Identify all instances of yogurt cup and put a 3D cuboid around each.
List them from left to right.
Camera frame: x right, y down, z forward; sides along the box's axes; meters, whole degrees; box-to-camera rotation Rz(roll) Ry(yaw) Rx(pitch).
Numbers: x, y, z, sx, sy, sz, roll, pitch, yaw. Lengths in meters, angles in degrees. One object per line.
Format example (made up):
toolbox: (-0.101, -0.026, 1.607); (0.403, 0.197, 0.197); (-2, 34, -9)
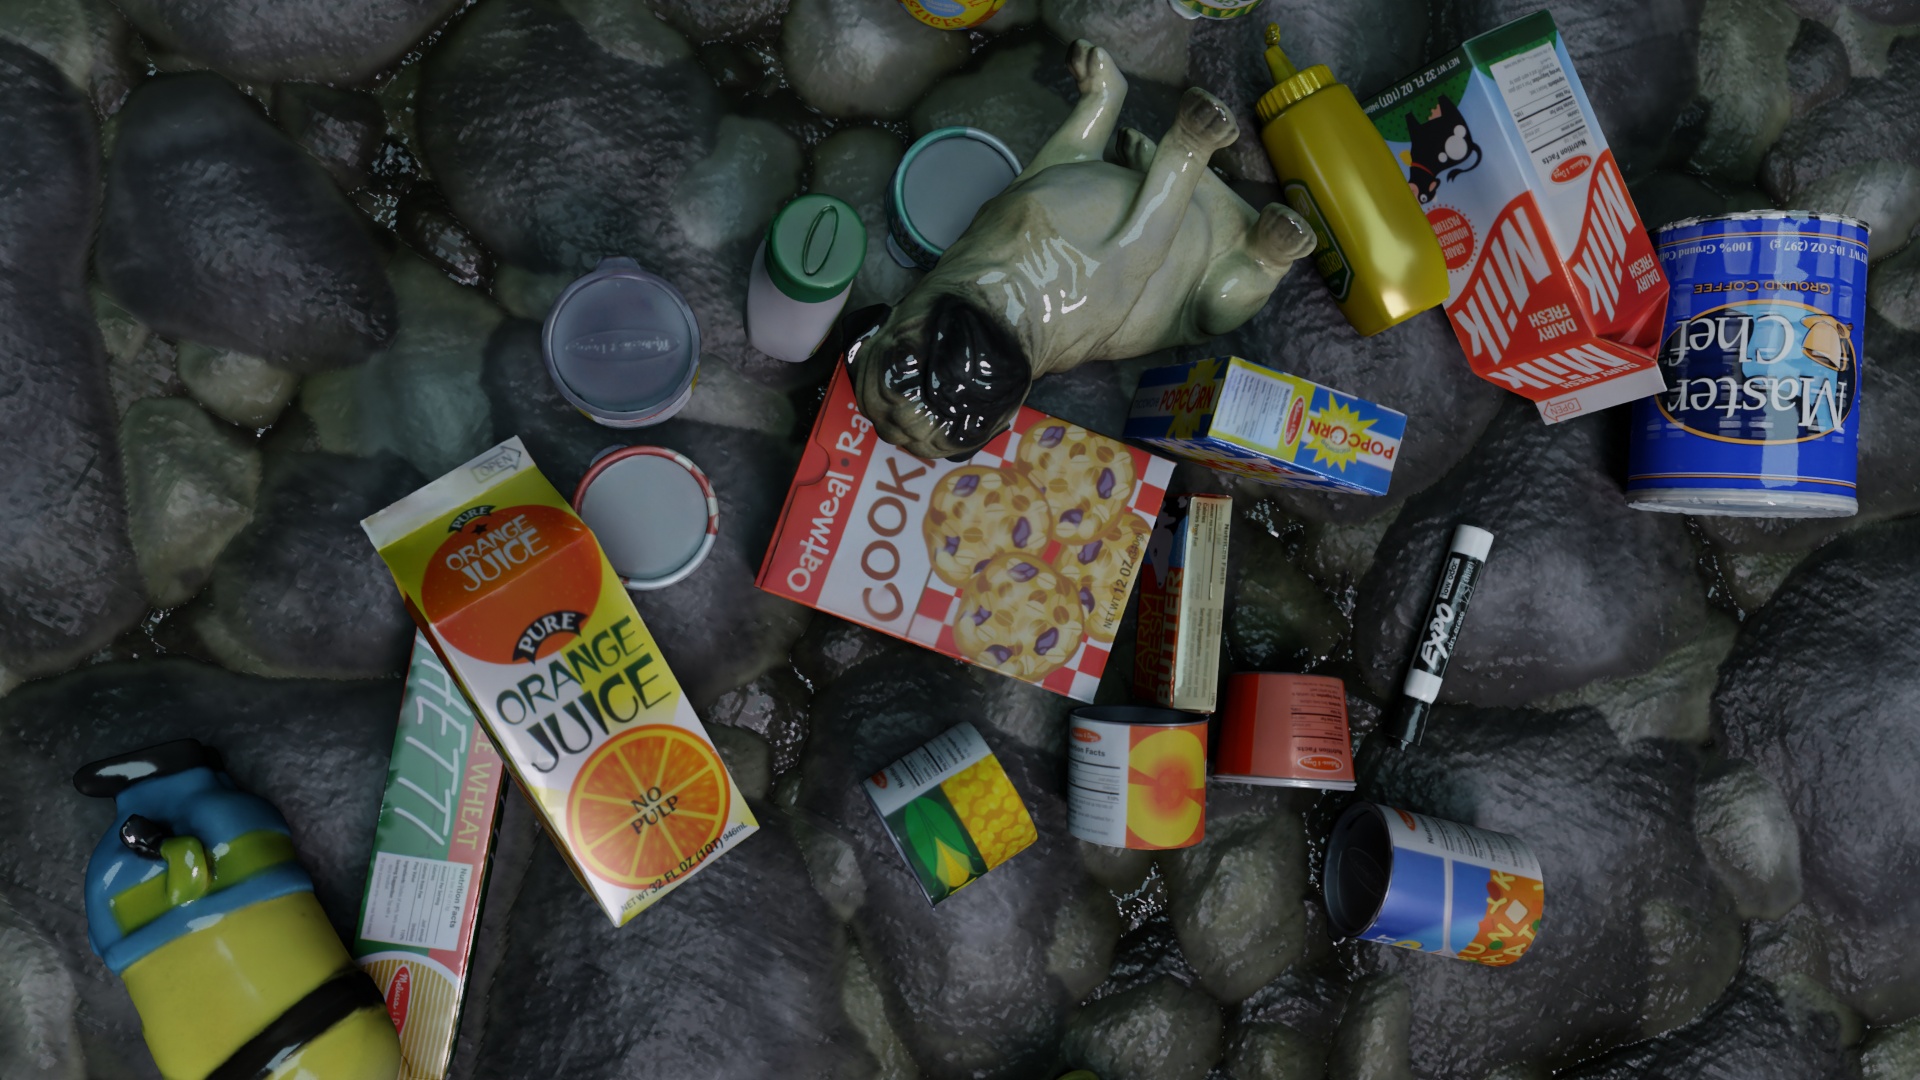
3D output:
yogurt cup: (0.157, 0.092, 0.673); (0.072, 0.072, 0.054); (5, 81, -11)

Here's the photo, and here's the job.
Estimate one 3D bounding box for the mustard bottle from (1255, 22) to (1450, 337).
mustard bottle: (0.183, -0.179, 0.681); (0.049, 0.065, 0.160); (-27, 89, -1)

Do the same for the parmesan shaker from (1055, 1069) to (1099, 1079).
parmesan shaker: (0.076, 0.312, 0.653); (0.103, 0.071, 0.071); (44, 83, -8)

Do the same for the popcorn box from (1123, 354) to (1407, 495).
popcorn box: (0.135, -0.052, 0.637); (0.085, 0.127, 0.038); (17, 91, -10)

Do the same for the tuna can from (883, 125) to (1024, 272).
tuna can: (-0.003, -0.159, 0.659); (0.071, 0.033, 0.071); (0, 89, -11)

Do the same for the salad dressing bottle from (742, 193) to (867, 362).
salad dressing bottle: (-0.066, -0.112, 0.588); (0.044, 0.147, 0.064); (20, 87, -10)

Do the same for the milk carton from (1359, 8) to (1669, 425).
milk carton: (0.279, -0.151, 0.684); (0.074, 0.072, 0.190); (-29, 94, -30)

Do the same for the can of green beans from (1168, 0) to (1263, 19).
can of green beans: (0.135, -0.295, 0.673); (0.071, 0.058, 0.071); (0, 90, -11)

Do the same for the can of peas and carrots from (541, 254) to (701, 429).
can of peas and carrots: (-0.149, -0.086, 0.617); (0.071, 0.058, 0.071); (0, 89, -11)

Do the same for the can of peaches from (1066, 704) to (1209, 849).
can of peaches: (0.085, 0.110, 0.658); (0.071, 0.071, 0.058); (2, 90, -11)

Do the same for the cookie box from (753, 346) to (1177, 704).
cookie box: (0.002, -0.008, 0.655); (0.167, 0.040, 0.123); (20, 86, -10)

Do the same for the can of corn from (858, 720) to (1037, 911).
can of corn: (-0.004, 0.127, 0.641); (0.058, 0.071, 0.071); (-30, 95, -9)

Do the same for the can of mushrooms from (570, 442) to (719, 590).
can of mushrooms: (-0.144, -0.012, 0.631); (0.071, 0.033, 0.071); (0, 91, -10)

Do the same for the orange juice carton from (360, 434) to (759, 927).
orange juice carton: (-0.167, 0.057, 0.580); (0.072, 0.073, 0.192); (-33, 109, -23)

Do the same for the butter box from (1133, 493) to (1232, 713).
butter box: (0.106, 0.029, 0.669); (0.024, 0.053, 0.103); (5, 90, -13)

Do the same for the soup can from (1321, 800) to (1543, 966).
soup can: (0.231, 0.172, 0.686); (0.084, 0.071, 0.071); (14, 87, -11)

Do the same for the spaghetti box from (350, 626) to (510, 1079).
spaghetti box: (-0.227, 0.111, 0.616); (0.050, 0.028, 0.250); (11, 88, -11)

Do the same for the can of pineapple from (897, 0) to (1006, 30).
can of pineapple: (-0.001, -0.278, 0.647); (0.071, 0.058, 0.071); (0, 90, -10)
